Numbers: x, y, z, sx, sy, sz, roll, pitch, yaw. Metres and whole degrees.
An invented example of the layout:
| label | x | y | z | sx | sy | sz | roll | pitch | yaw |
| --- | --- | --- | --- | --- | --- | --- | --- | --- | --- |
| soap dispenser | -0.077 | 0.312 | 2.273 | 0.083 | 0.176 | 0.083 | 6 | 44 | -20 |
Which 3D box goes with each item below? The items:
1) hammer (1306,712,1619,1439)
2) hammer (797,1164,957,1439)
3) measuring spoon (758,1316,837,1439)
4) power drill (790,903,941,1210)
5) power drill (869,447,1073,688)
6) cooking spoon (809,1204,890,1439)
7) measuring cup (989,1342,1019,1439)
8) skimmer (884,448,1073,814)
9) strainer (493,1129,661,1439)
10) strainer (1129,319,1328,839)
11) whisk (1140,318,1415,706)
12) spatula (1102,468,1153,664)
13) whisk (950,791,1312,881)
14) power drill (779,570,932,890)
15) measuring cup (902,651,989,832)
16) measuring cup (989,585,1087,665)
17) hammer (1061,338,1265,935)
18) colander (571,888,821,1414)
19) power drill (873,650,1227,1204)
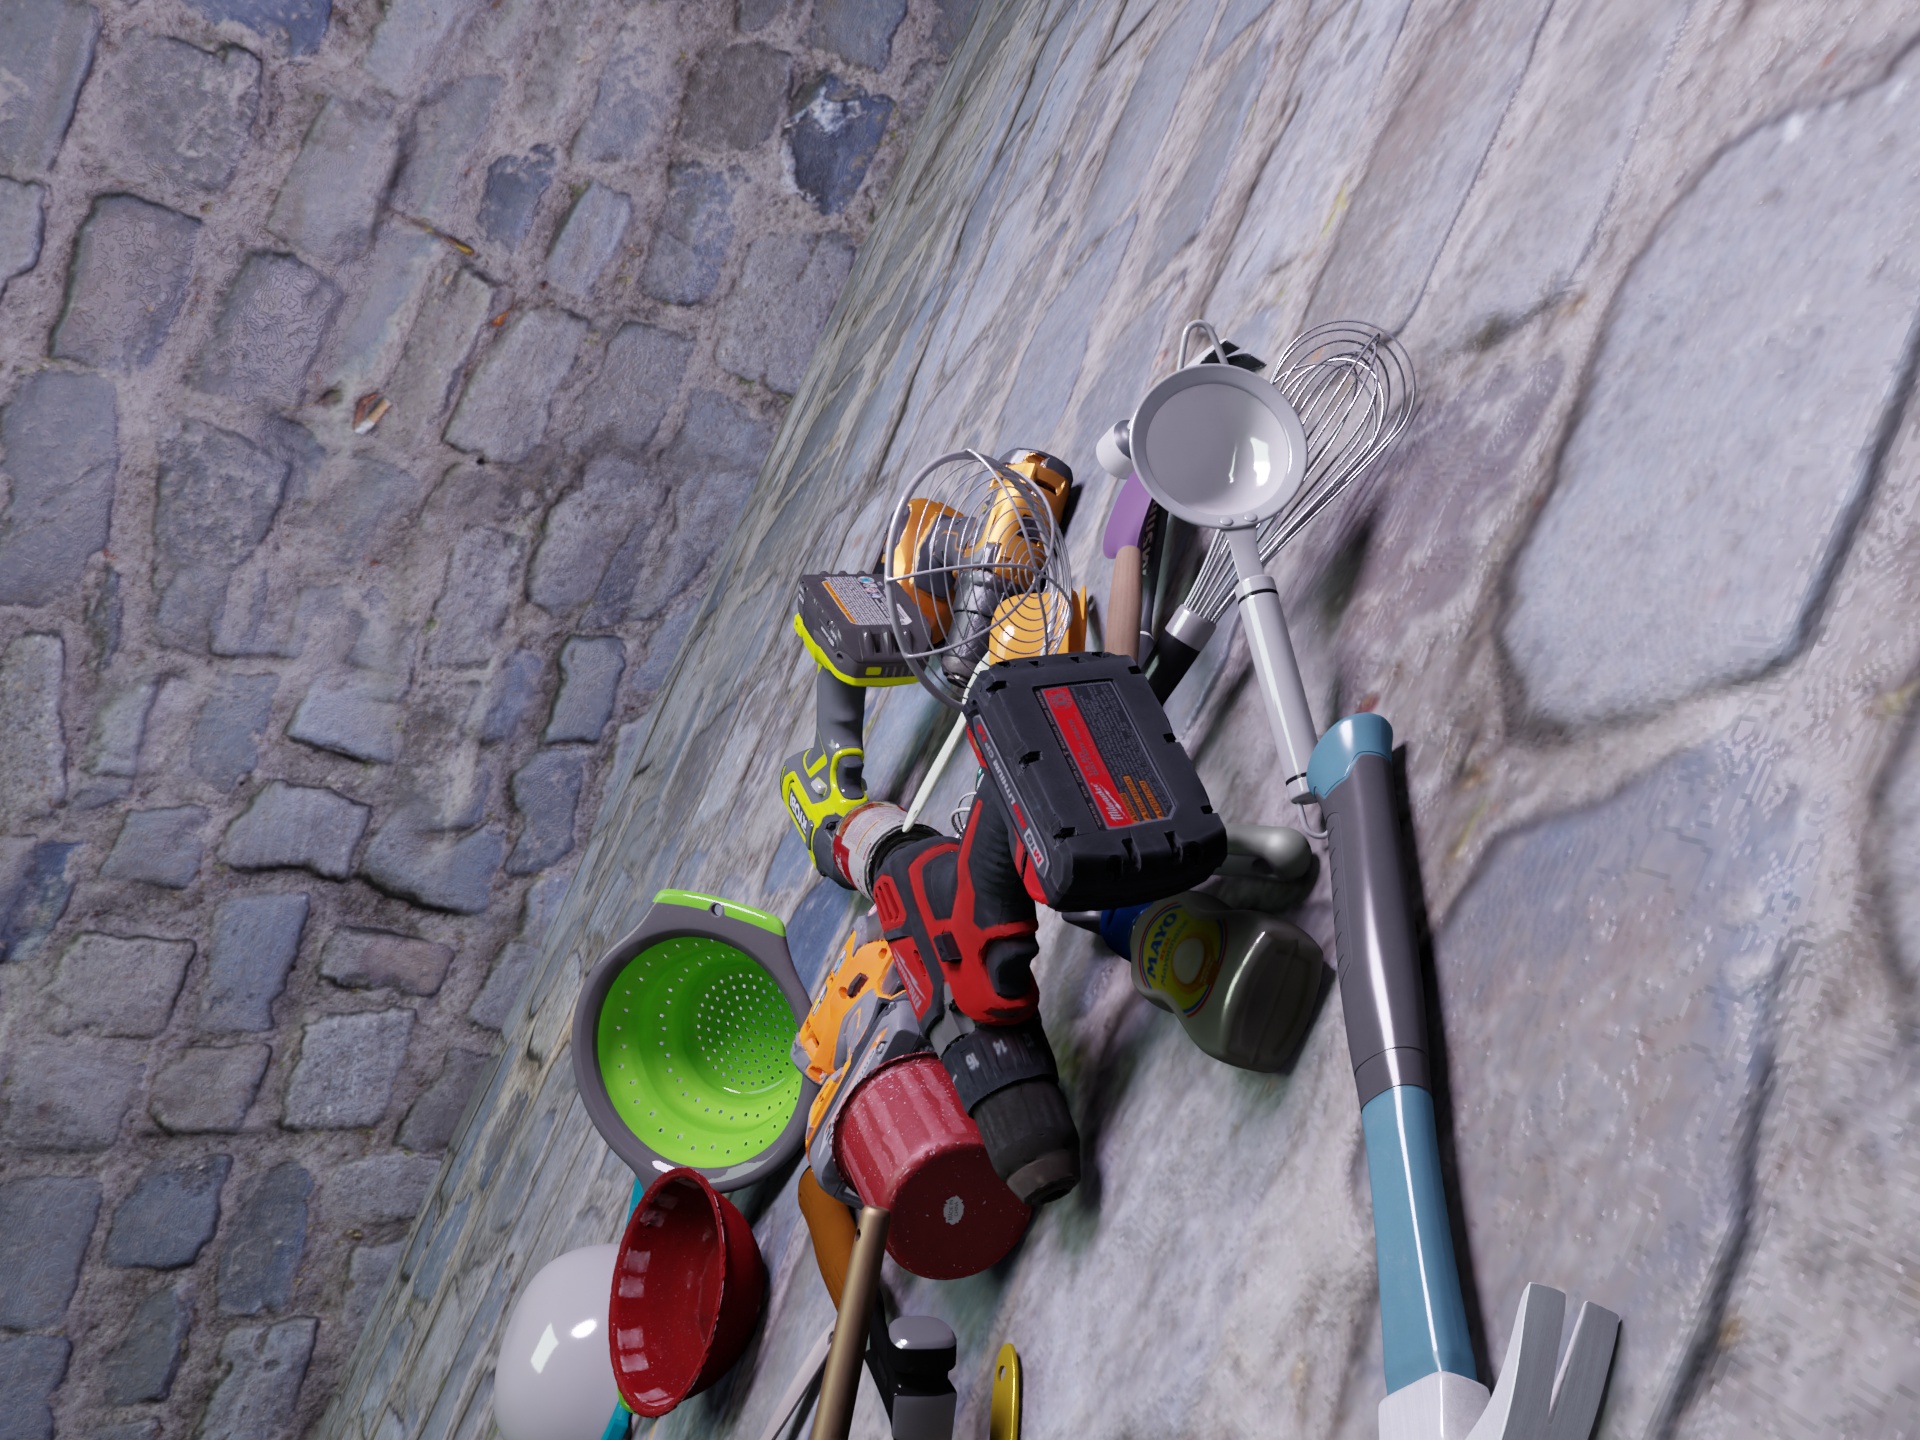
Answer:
| label | x | y | z | sx | sy | sz | roll | pitch | yaw |
| --- | --- | --- | --- | --- | --- | --- | --- | --- | --- |
| hammer | 0.153 | 0.126 | 0.568 | 0.128 | 0.033 | 0.331 | -51 | 23 | 40 |
| hammer | -0.055 | 0.324 | 0.866 | 0.337 | 0.034 | 0.127 | -160 | 75 | -77 |
| measuring spoon | -0.097 | 0.411 | 0.945 | 0.124 | 0.018 | 0.034 | -59 | 17 | -3 |
| power drill | -0.038 | 0.183 | 0.966 | 0.164 | 0.084 | 0.227 | -63 | 14 | 6 |
| power drill | -0.004 | -0.106 | 1.258 | 0.226 | 0.084 | 0.185 | -8 | 60 | 64 |
| cooking spoon | -0.071 | 0.382 | 0.719 | 0.069 | 0.017 | 0.319 | 166 | 118 | -67 |
| measuring cup | 0.006 | 0.349 | 0.698 | 0.062 | 0.029 | 0.157 | -49 | 25 | 42 |
| skimmer | -0.001 | -0.003 | 0.887 | 0.363 | 0.090 | 0.127 | 101 | -165 | -60 |
| strainer | -0.328 | 0.480 | 1.368 | 0.211 | 0.095 | 0.341 | -51 | 24 | 38 |
| strainer | 0.134 | -0.066 | 0.742 | 0.050 | 0.087 | 0.259 | 98 | 162 | -68 |
| whisk | 0.137 | -0.074 | 0.815 | 0.284 | 0.070 | 0.070 | -59 | 19 | 12 |
| spatula | 0.090 | -0.077 | 0.866 | 0.059 | 0.018 | 0.316 | -55 | 11 | 29 |
| whisk | 0.075 | 0.061 | 0.788 | 0.246 | 0.057 | 0.059 | -1 | 44 | 53 |
| power drill | -0.084 | 0.012 | 1.230 | 0.171 | 0.080 | 0.223 | -127 | 40 | -54 |
| measuring cup | 0.016 | 0.010 | 1.074 | 0.167 | 0.038 | 0.083 | -60 | 15 | -9 |
| measuring cup | 0.052 | -0.052 | 1.011 | 0.174 | 0.052 | 0.095 | -72 | -22 | -65 |
| hammer | 0.109 | -0.057 | 0.938 | 0.149 | 0.036 | 0.409 | -40 | 30 | 51 |
| colander | -0.195 | 0.322 | 1.201 | 0.094 | 0.204 | 0.397 | -5 | -74 | -71 |
| power drill | 0.034 | 0.098 | 0.724 | 0.188 | 0.080 | 0.226 | 66 | 149 | 30 |
